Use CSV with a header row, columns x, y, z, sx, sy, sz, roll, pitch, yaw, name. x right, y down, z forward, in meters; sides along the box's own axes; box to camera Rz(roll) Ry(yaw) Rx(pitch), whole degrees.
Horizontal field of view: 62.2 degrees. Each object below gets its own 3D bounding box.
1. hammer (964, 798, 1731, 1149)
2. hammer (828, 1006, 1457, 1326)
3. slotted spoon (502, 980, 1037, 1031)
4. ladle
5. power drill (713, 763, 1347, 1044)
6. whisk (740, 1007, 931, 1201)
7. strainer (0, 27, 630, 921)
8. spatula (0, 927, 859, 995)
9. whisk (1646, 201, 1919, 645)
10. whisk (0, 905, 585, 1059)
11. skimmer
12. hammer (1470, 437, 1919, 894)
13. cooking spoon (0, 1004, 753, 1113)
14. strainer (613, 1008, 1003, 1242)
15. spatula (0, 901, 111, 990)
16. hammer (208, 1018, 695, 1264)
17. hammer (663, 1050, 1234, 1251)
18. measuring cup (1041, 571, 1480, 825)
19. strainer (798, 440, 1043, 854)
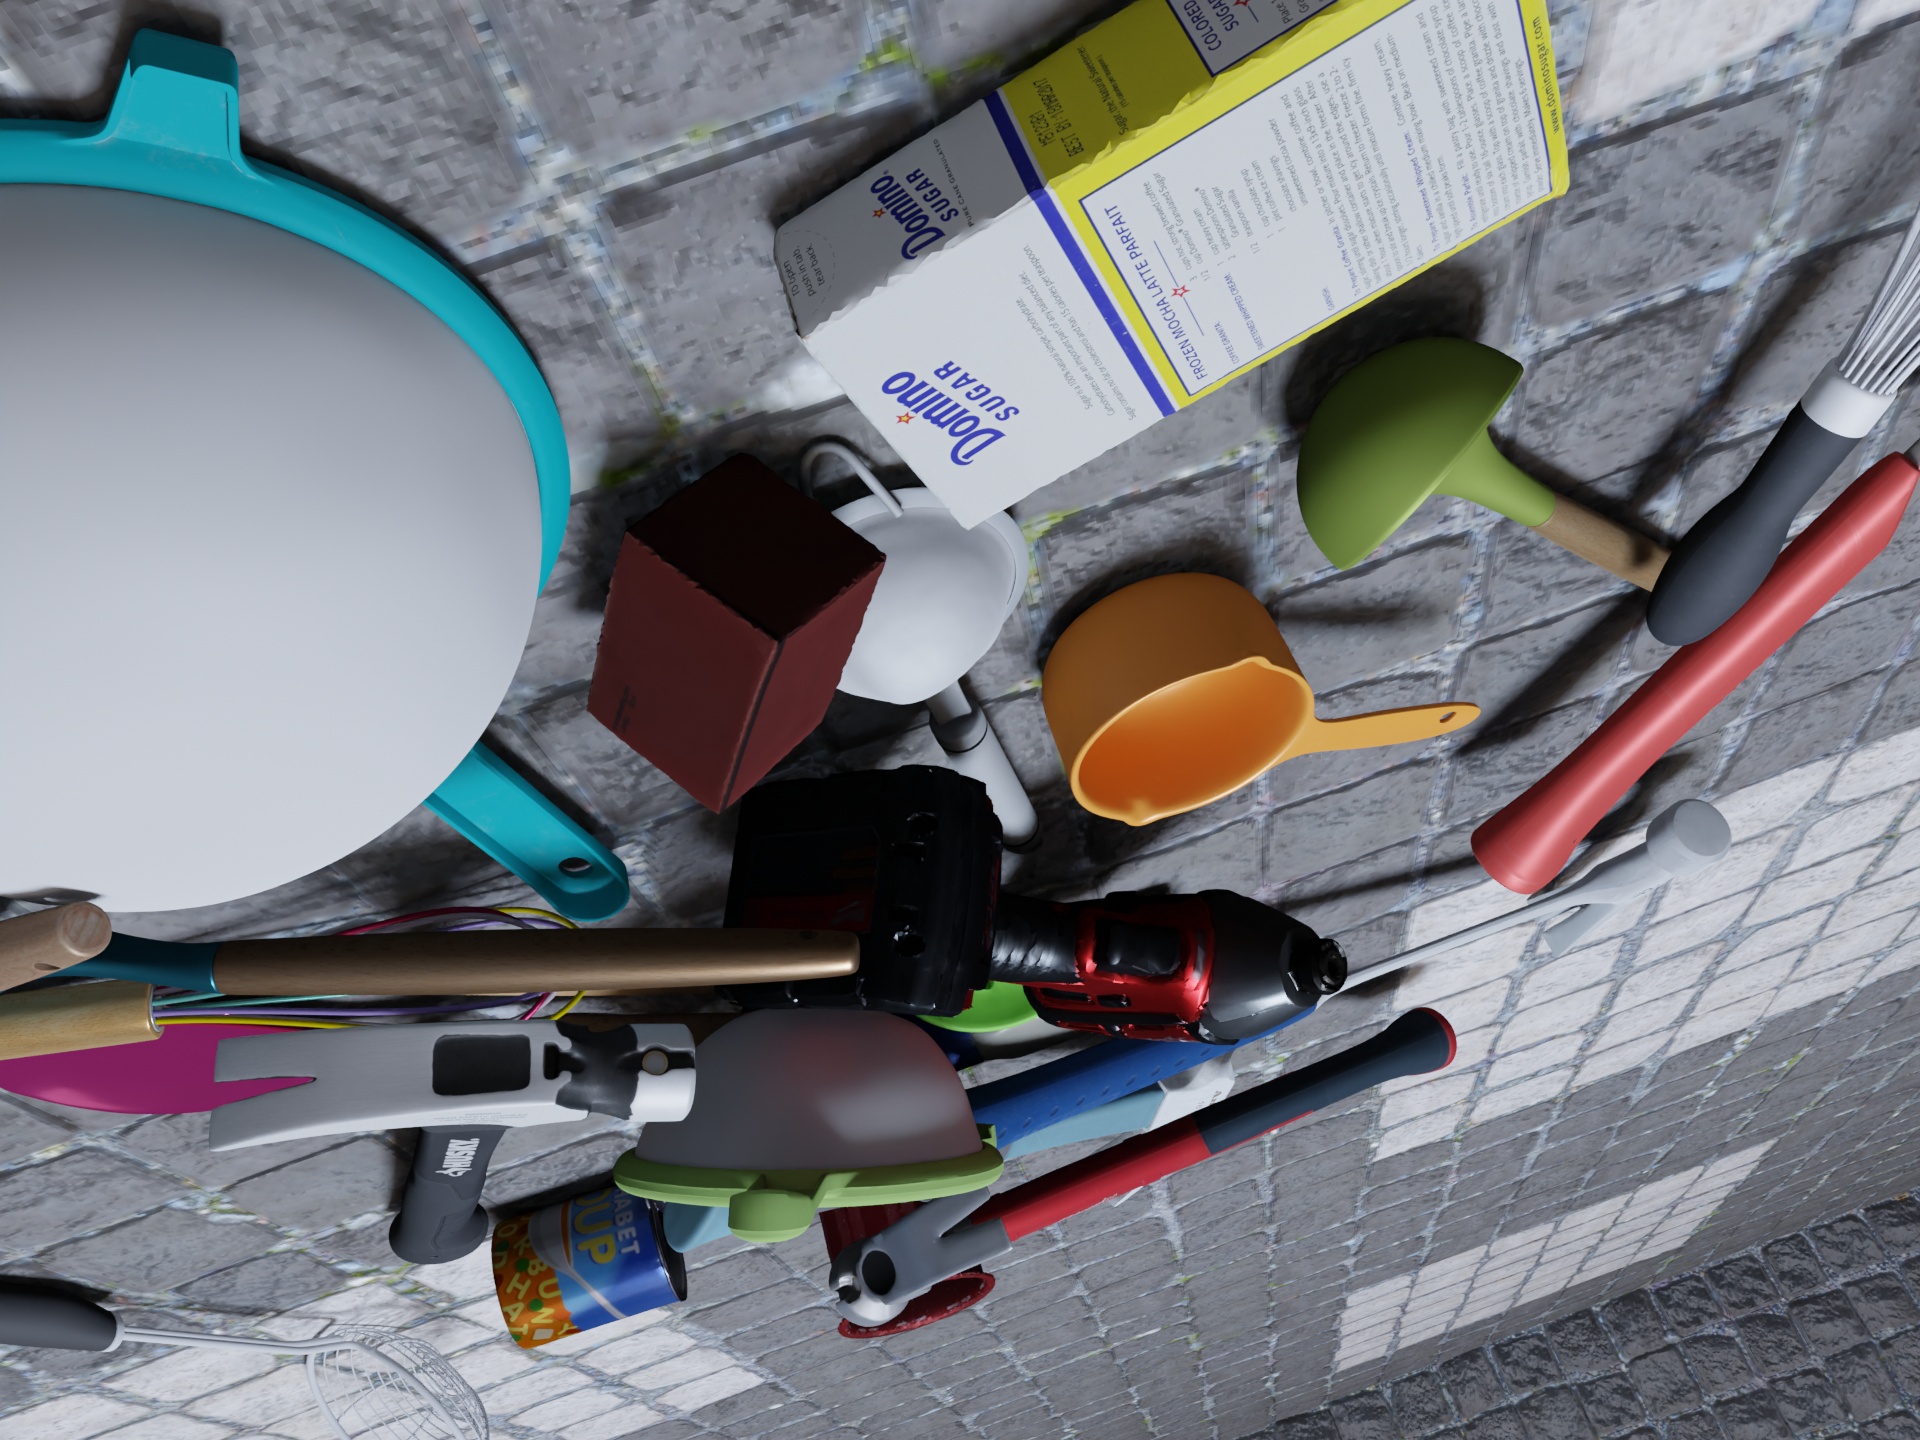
x,y,z,sx,sy,sz,roll,pitch,yaw,name
0.177,0.134,0.780,0.405,0.035,0.144,-17,158,-16,hammer
0.126,0.203,0.792,0.386,0.038,0.143,-11,157,-35,hammer
-0.093,0.100,0.646,0.313,0.031,0.070,4,117,-29,slotted spoon
0.222,-0.061,0.558,0.320,0.062,0.078,12,127,-43,ladle
0.033,0.080,0.588,0.219,0.079,0.143,18,162,-40,power drill
-0.054,0.188,0.785,0.055,0.055,0.238,-24,143,6,whisk
-0.170,0.012,0.414,0.211,0.095,0.340,-24,146,6,strainer
-0.188,0.081,0.467,0.317,0.082,0.044,-2,109,1,spatula
0.286,-0.123,0.476,0.070,0.070,0.284,-6,141,-21,whisk
-0.248,0.096,0.536,0.245,0.047,0.051,-6,170,-12,whisk
-0.377,0.338,0.784,0.127,0.090,0.362,-1,156,32,skimmer
0.311,-0.057,0.584,0.149,0.037,0.359,-4,141,-41,hammer
-0.195,0.126,0.624,0.318,0.017,0.068,4,133,-26,cooking spoon
-0.058,0.137,0.573,0.151,0.069,0.256,0,170,-1,strainer
-0.324,0.086,0.434,0.316,0.018,0.059,-17,153,30,spatula
-0.209,0.178,0.633,0.146,0.035,0.334,3,153,-20,hammer
0.009,0.208,0.791,0.331,0.033,0.128,-2,124,-36,hammer
0.109,-0.013,0.570,0.173,0.052,0.095,-4,144,-26,measuring cup
-0.001,-0.002,0.540,0.087,0.050,0.258,-23,151,4,strainer
